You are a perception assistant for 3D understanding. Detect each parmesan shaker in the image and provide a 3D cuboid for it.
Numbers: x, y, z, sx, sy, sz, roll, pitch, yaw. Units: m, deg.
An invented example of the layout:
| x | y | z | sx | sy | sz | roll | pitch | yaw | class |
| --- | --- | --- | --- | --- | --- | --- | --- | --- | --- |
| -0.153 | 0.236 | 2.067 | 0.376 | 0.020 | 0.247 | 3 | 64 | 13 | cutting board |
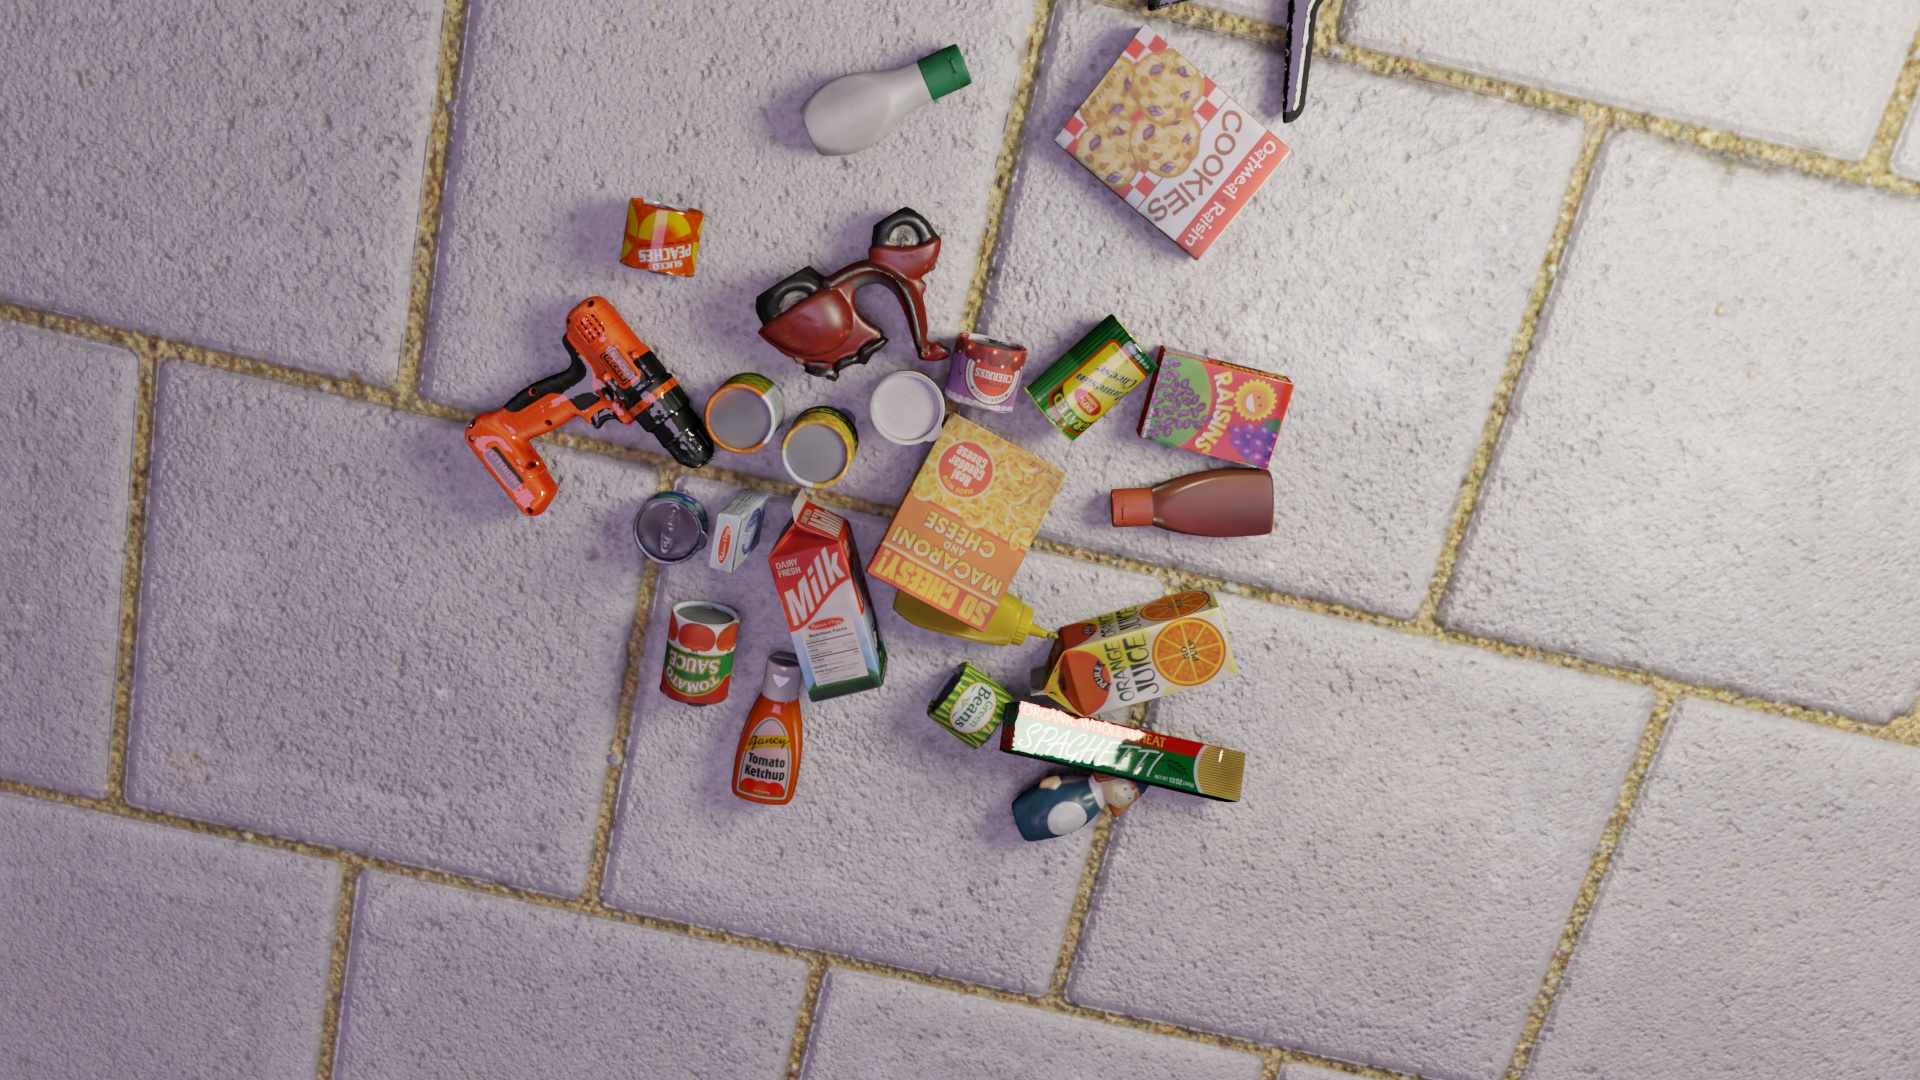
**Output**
| x | y | z | sx | sy | sz | roll | pitch | yaw | class |
| --- | --- | --- | --- | --- | --- | --- | --- | --- | --- |
| 0.117 | -0.149 | 1.255 | 0.103 | 0.071 | 0.071 | -41 | 101 | 12 | parmesan shaker |

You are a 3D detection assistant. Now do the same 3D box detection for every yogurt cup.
| x | y | z | sx | sy | sz | roll | pitch | yaw | class |
| --- | --- | --- | --- | --- | --- | --- | --- | --- | --- |
| -0.048 | -0.126 | 1.273 | 0.072 | 0.054 | 0.072 | 0 | 106 | 1 | yogurt cup |

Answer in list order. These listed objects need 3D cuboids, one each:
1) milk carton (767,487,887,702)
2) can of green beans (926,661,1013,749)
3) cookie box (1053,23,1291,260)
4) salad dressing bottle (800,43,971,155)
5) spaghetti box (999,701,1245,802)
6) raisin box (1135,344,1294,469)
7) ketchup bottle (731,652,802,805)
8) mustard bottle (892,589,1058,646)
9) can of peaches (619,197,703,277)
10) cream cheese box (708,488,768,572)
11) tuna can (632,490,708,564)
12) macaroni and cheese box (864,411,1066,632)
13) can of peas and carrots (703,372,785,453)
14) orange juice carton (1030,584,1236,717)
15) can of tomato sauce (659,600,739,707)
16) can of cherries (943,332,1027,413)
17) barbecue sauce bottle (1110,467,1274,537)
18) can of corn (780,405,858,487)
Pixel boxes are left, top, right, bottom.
| x | y | z | sx | sy | sz | roll | pitch | yaw | class |
| --- | --- | --- | --- | --- | --- | --- | --- | --- | --- |
| -0.129 | 0.048 | 1.316 | 0.073 | 0.072 | 0.190 | -13 | 106 | 5 | milk carton |
| 0.009 | 0.160 | 1.348 | 0.058 | 0.071 | 0.071 | 38 | 104 | -9 | can of green beans |
| 0.184 | -0.345 | 1.213 | 0.167 | 0.040 | 0.122 | 38 | 104 | -8 | cookie box |
| -0.064 | -0.384 | 1.206 | 0.147 | 0.044 | 0.064 | -22 | 103 | 6 | salad dressing bottle |
| 0.159 | 0.205 | 1.339 | 0.250 | 0.028 | 0.050 | 15 | 74 | -16 | spaghetti box |
| 0.233 | -0.122 | 1.276 | 0.123 | 0.040 | 0.086 | 14 | 105 | -1 | raisin box |
| -0.184 | 0.185 | 1.372 | 0.065 | 0.044 | 0.148 | 11 | 105 | -2 | ketchup bottle |
| 0.017 | 0.068 | 1.330 | 0.160 | 0.049 | 0.065 | 20 | 100 | -5 | mustard bottle |
| -0.264 | -0.268 | 1.229 | 0.071 | 0.071 | 0.058 | 12 | 105 | -2 | can of peaches |
| -0.204 | -0.011 | 1.285 | 0.024 | 0.104 | 0.053 | 14 | 105 | 2 | cream cheese box |
| -0.273 | -0.012 | 1.322 | 0.071 | 0.033 | 0.071 | 0 | 106 | 1 | tuna can |
| 0.005 | -0.016 | 1.284 | 0.124 | 0.040 | 0.166 | 28 | 84 | -6 | macaroni and cheese box |
| -0.201 | -0.117 | 1.277 | 0.071 | 0.059 | 0.070 | 0 | 106 | 1 | can of peas and carrots |
| 0.159 | 0.110 | 1.327 | 0.193 | 0.072 | 0.073 | -16 | 105 | 6 | orange juice carton |
| -0.251 | 0.108 | 1.337 | 0.071 | 0.071 | 0.082 | 11 | 106 | -2 | can of tomato sauce |
| 0.024 | -0.152 | 1.255 | 0.071 | 0.072 | 0.058 | 14 | 106 | -2 | can of cherries |
| 0.216 | -0.034 | 1.299 | 0.148 | 0.044 | 0.064 | -3 | 108 | 3 | barbecue sauce bottle |
| -0.128 | -0.088 | 1.284 | 0.071 | 0.058 | 0.071 | 0 | 107 | 1 | can of corn |
